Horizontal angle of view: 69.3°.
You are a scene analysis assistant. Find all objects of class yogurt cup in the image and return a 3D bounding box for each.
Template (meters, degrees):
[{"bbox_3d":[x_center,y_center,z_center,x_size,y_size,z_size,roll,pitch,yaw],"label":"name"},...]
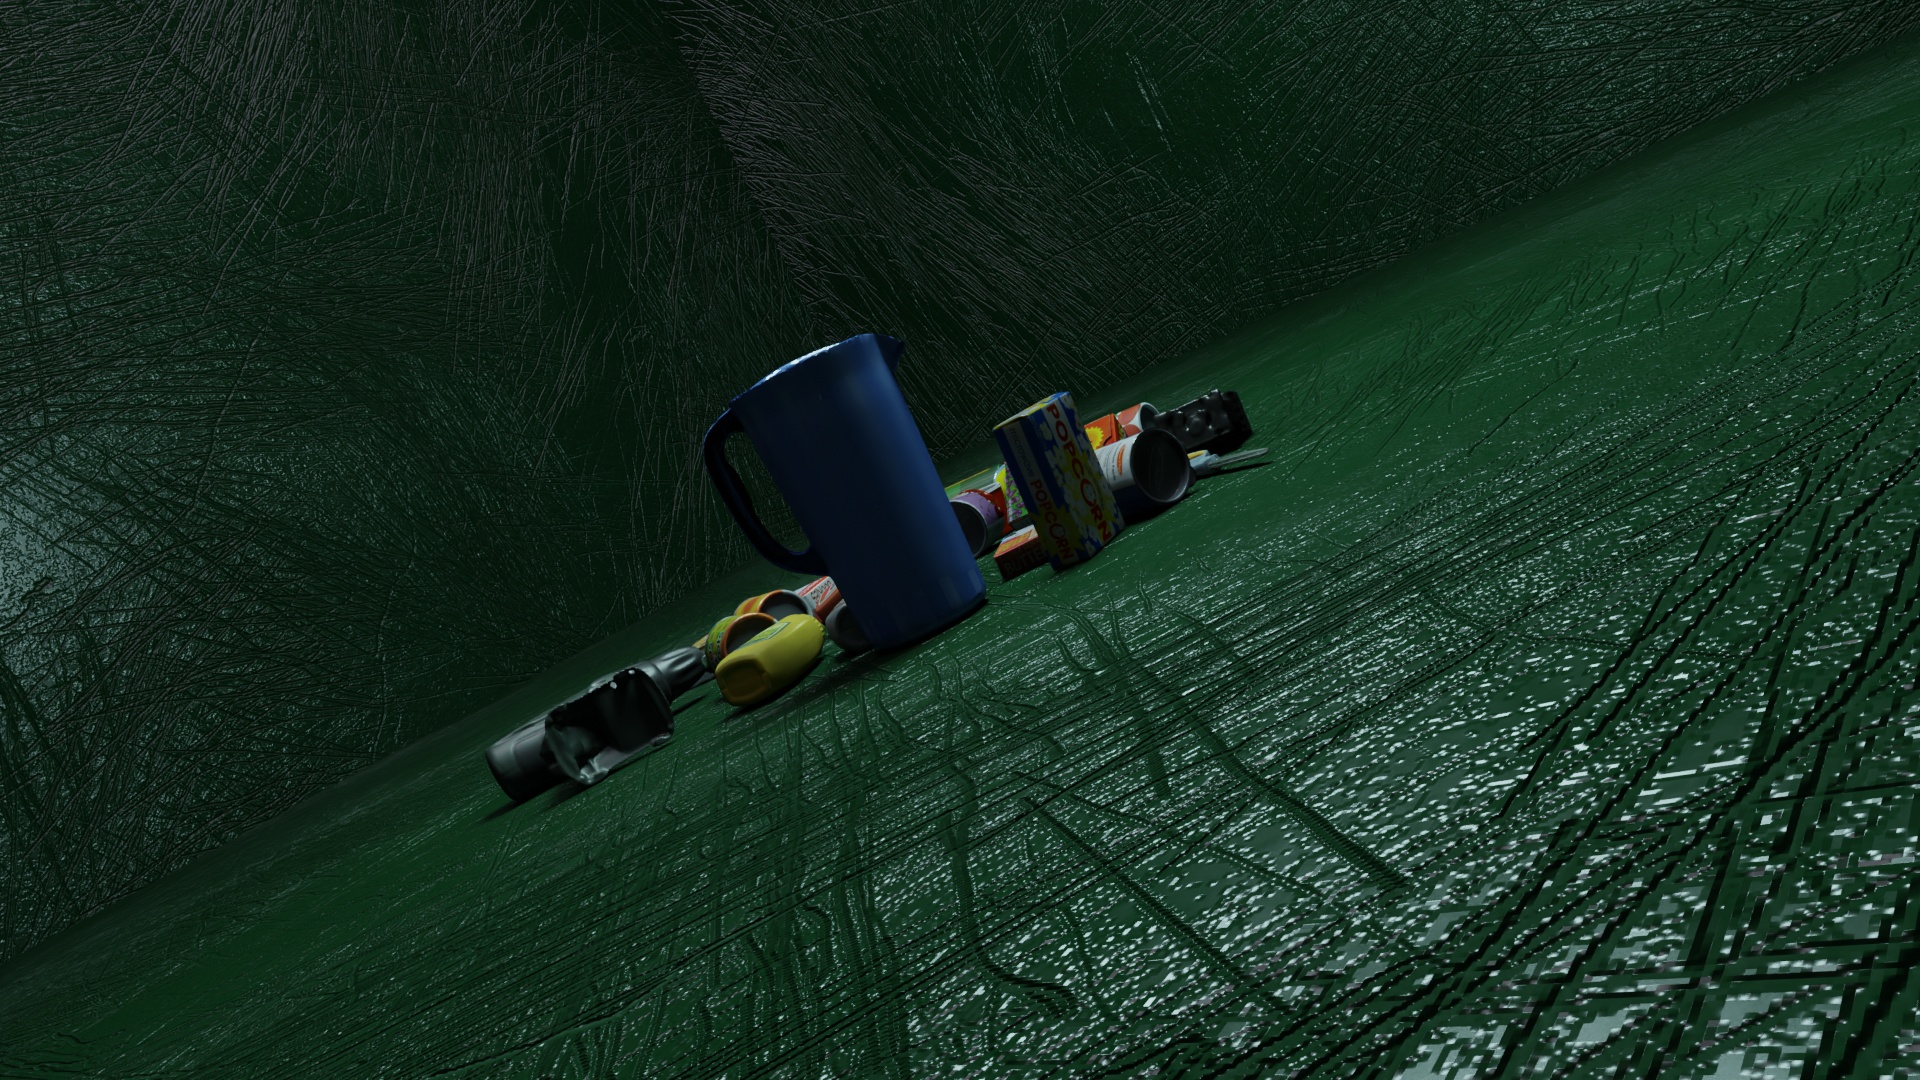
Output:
[{"bbox_3d":[0.024,-0.026,1.525,0.072,0.054,0.072,-26,5,3],"label":"yogurt cup"}]

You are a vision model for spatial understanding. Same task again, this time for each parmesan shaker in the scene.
[{"bbox_3d":[0.017,-0.041,1.655,0.103,0.071,0.071,-24,6,19],"label":"parmesan shaker"}]

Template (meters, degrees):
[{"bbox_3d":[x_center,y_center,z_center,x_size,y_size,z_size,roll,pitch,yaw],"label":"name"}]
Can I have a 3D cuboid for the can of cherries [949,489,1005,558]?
[{"bbox_3d":[0.005,-0.018,1.456,0.071,0.071,0.058,-24,6,26],"label":"can of cherries"}]

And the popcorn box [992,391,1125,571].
[{"bbox_3d":[0.081,-0.050,1.126,0.038,0.126,0.085,-20,8,31],"label":"popcorn box"}]

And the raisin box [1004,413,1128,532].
[{"bbox_3d":[0.105,-0.061,1.351,0.123,0.040,0.086,-23,43,23],"label":"raisin box"}]

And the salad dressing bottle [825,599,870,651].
[{"bbox_3d":[-0.086,0.064,1.252,0.064,0.044,0.148,-27,5,3],"label":"salad dressing bottle"}]

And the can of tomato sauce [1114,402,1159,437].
[{"bbox_3d":[0.175,-0.106,1.507,0.083,0.071,0.071,-22,7,33],"label":"can of tomato sauce"}]

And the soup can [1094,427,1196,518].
[{"bbox_3d":[0.147,-0.053,1.188,0.071,0.071,0.083,-30,6,-34],"label":"soup can"}]

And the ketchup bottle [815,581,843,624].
[{"bbox_3d":[-0.083,0.026,1.351,0.148,0.043,0.065,-46,4,36],"label":"ketchup bottle"}]

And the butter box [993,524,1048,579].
[{"bbox_3d":[0.061,0.005,1.230,0.053,0.024,0.104,-26,5,10],"label":"butter box"}]

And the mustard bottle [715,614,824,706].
[{"bbox_3d":[-0.158,0.098,1.232,0.065,0.048,0.161,-22,7,21],"label":"mustard bottle"}]

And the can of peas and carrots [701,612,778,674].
[{"bbox_3d":[-0.203,0.103,1.307,0.071,0.071,0.058,-29,7,-26],"label":"can of peas and carrots"}]

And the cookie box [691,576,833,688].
[{"bbox_3d":[-0.219,0.100,1.547,0.167,0.040,0.123,-26,6,13],"label":"cookie box"}]

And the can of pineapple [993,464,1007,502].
[{"bbox_3d":[0.080,-0.061,1.552,0.057,0.071,0.071,-21,8,46],"label":"can of pineapple"}]

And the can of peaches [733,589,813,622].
[{"bbox_3d":[-0.191,0.087,1.405,0.071,0.071,0.058,-30,7,-35],"label":"can of peaches"}]
